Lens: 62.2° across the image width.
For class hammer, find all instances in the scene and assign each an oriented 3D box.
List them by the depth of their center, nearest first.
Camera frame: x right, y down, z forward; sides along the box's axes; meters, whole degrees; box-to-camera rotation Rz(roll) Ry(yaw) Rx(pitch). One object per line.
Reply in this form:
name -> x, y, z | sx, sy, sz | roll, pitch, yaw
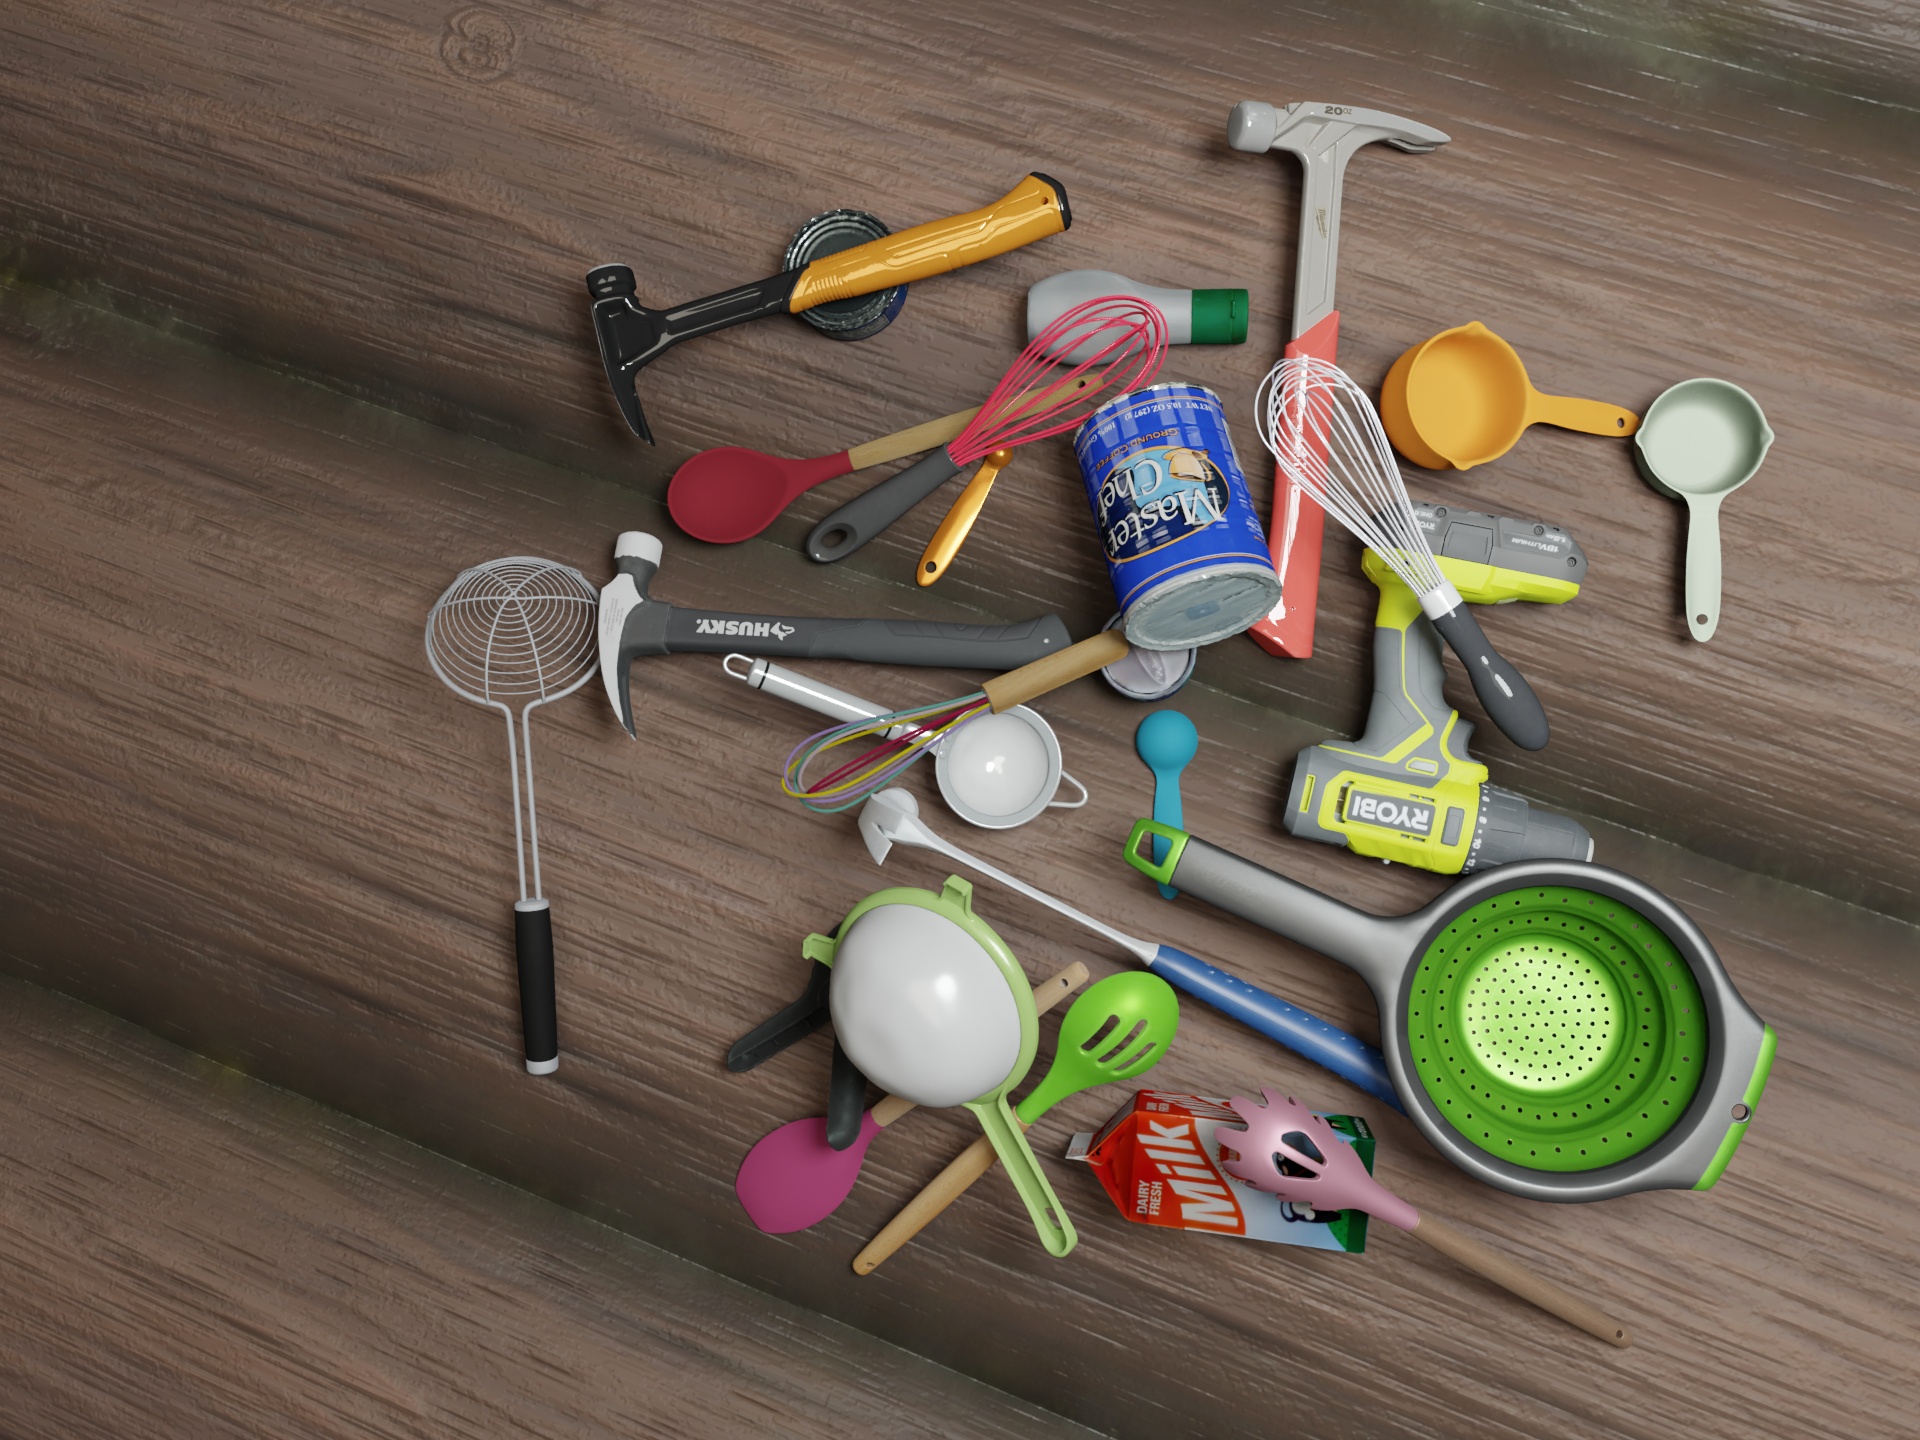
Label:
hammer -> 0.115, 0.149, 1.031 | 0.405, 0.144, 0.035 | 27, 93, 3
hammer -> 0.238, -0.221, 1.052 | 0.149, 0.037, 0.359 | 3, 93, -15
hammer -> -0.086, -0.294, 1.084 | 0.337, 0.034, 0.127 | -16, 84, 8
hammer -> -0.087, -0.051, 1.096 | 0.335, 0.035, 0.146 | 4, 70, 6

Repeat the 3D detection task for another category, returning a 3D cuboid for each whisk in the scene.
whisk -> 0.272, -0.100, 0.965 | 0.070, 0.070, 0.284 | -34, 91, 6
whisk -> -0.001, -0.002, 1.028 | 0.245, 0.047, 0.051 | -23, 95, -9
whisk -> 0.011, -0.189, 1.070 | 0.296, 0.073, 0.073 | -31, 83, 21

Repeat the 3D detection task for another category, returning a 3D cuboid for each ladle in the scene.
ladle -> -0.053, -0.192, 1.114 | 0.315, 0.031, 0.069 | -16, 87, 6

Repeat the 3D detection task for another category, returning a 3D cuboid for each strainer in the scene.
strainer -> -0.007, 0.229, 0.974 | 0.151, 0.069, 0.256 | -26, 93, 39
strainer -> -0.037, 0.005, 1.063 | 0.258, 0.050, 0.087 | 22, 89, -13

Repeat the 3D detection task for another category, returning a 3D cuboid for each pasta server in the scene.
pasta server -> 0.293, 0.316, 0.980 | 0.316, 0.040, 0.060 | 31, 83, -15

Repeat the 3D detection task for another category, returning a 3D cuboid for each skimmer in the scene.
skimmer -> -0.308, 0.066, 1.139 | 0.127, 0.090, 0.363 | -3, 98, -10

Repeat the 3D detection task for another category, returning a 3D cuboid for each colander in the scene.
colander -> 0.293, 0.155, 1.010 | 0.397, 0.094, 0.204 | 24, 91, 14

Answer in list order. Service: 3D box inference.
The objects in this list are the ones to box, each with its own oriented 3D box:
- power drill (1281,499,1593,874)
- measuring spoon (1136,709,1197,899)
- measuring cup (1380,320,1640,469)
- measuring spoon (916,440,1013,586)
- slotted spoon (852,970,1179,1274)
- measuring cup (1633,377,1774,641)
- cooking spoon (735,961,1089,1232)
power drill -> 0.323, -0.013, 1.021 | 0.190, 0.080, 0.228 | 12, 92, 10
measuring spoon -> 0.140, 0.056, 1.072 | 0.042, 0.021, 0.128 | -1, 86, 9
measuring cup -> 0.357, -0.202, 1.043 | 0.173, 0.052, 0.095 | 6, 89, -15
measuring spoon -> 0.001, -0.145, 1.110 | 0.021, 0.011, 0.117 | 31, 92, 9
slotted spoon -> 0.027, 0.272, 1.032 | 0.070, 0.031, 0.313 | 35, 115, -15
measuring cup -> 0.472, -0.133, 1.022 | 0.083, 0.038, 0.167 | 1, 89, 9
cooking spoon -> -0.037, 0.250, 1.056 | 0.319, 0.017, 0.069 | -40, 80, 21
